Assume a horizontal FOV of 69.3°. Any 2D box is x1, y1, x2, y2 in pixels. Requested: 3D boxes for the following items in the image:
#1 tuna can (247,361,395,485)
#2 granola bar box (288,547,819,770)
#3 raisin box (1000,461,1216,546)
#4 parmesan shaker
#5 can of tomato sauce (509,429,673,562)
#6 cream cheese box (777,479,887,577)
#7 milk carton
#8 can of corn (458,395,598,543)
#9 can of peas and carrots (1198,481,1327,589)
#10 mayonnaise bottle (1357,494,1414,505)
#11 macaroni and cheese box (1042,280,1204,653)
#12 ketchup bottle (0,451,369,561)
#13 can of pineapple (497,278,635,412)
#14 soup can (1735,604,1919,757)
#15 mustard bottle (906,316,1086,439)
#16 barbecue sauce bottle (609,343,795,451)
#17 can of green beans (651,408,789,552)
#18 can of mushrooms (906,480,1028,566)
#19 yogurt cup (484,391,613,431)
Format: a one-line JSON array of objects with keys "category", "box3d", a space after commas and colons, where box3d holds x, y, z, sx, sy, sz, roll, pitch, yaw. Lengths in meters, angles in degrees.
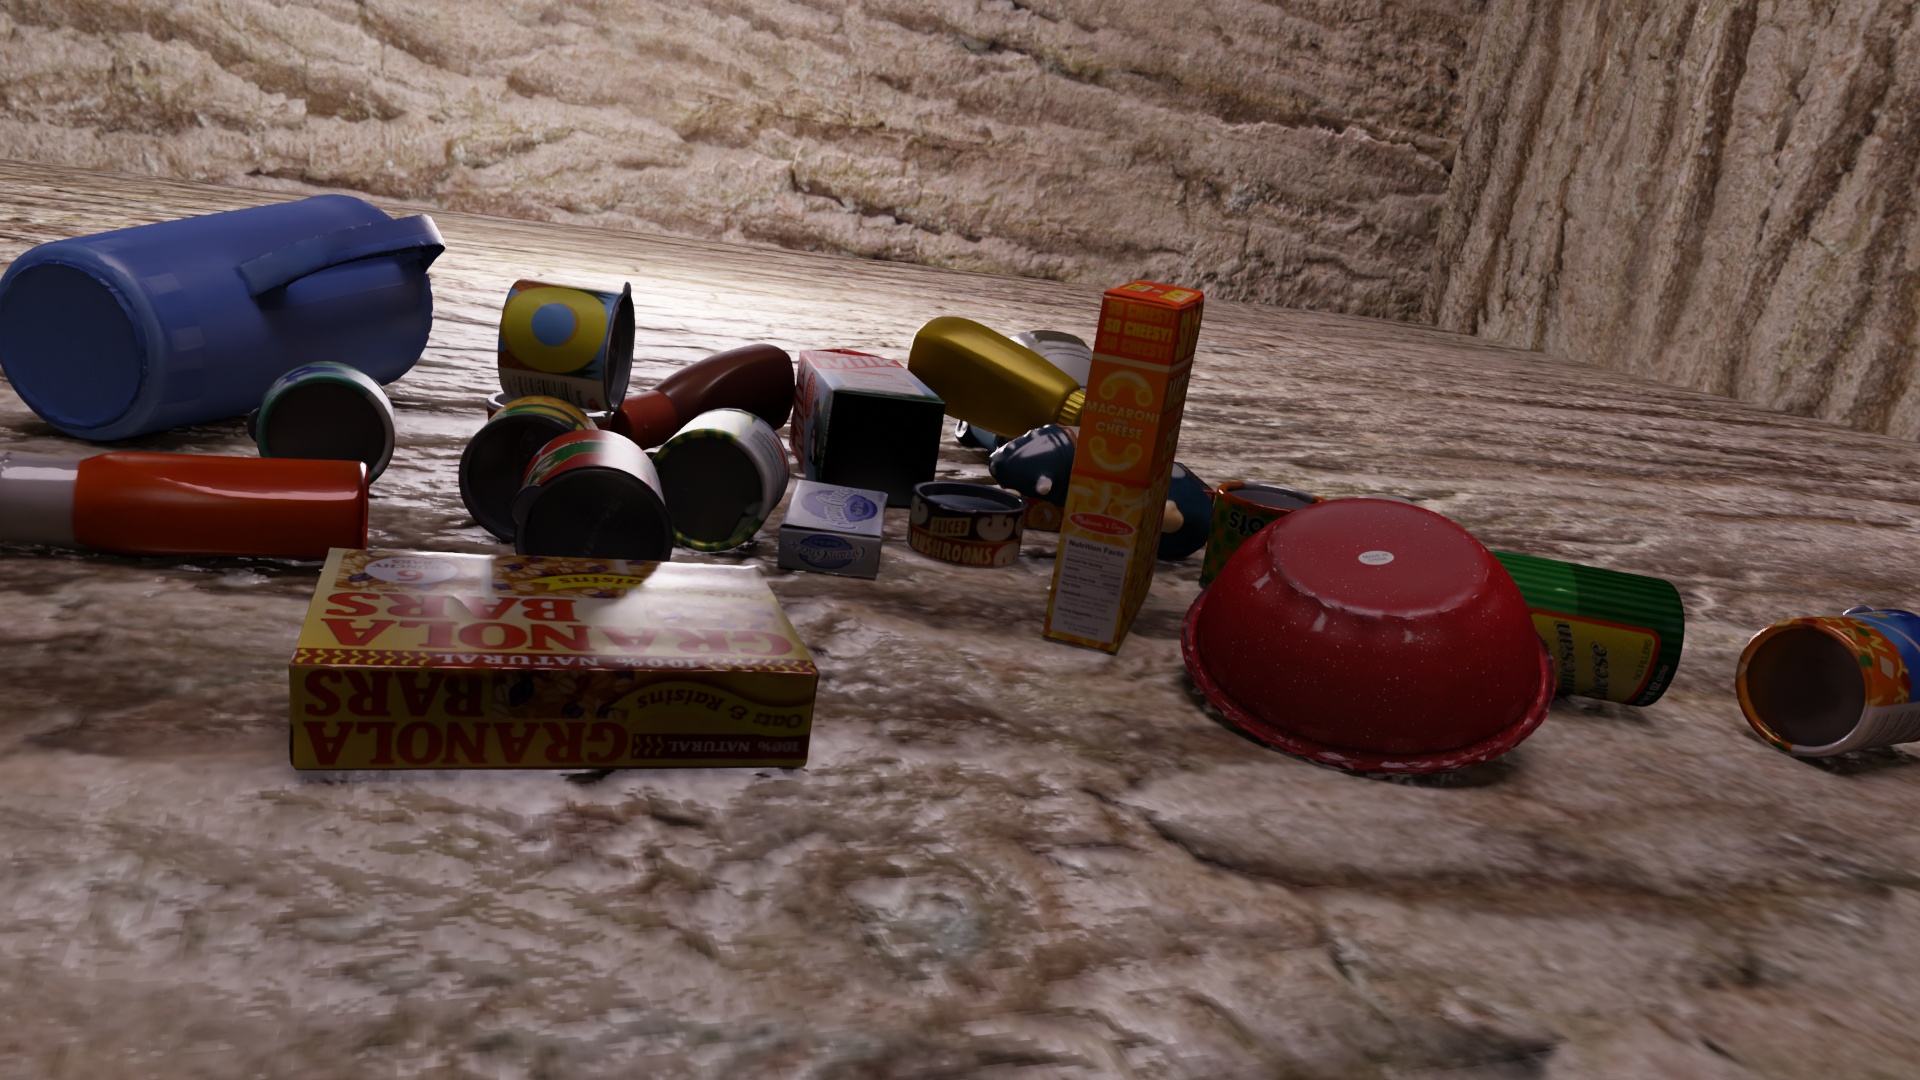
[{"category": "tuna can", "box3d": [-0.329, -0.057, 0.717, 0.071, 0.071, 0.033, 2, 17, -24]}, {"category": "granola bar box", "box3d": [-0.146, 0.042, 0.506, 0.166, 0.039, 0.124, 3, 15, -20]}, {"category": "raisin box", "box3d": [0.093, -0.031, 0.904, 0.123, 0.040, 0.086, 6, 16, -8]}, {"category": "parmesan shaker", "box3d": [0.294, 0.040, 0.689, 0.103, 0.071, 0.071, 10, 15, 4]}, {"category": "can of tomato sauce", "box3d": [-0.170, -0.012, 0.636, 0.071, 0.071, 0.083, 4, 15, -17]}, {"category": "cream cheese box", "box3d": [-0.068, -0.008, 0.758, 0.053, 0.024, 0.104, 7, 15, -3]}, {"category": "milk carton", "box3d": [-0.071, -0.083, 0.941, 0.073, 0.072, 0.191, 4, 16, -16]}, {"category": "can of corn", "box3d": [-0.213, -0.037, 0.705, 0.071, 0.071, 0.058, 5, 15, -11]}, {"category": "can of peas and carrots", "box3d": [0.172, 0.003, 0.784, 0.071, 0.058, 0.071, 7, 15, -2]}, {"category": "mayonnaise bottle", "box3d": [0.217, 0.030, 0.707, 0.041, 0.064, 0.149, 8, 25, 9]}, {"category": "macaroni and cheese box", "box3d": [0.085, -0.042, 0.695, 0.040, 0.166, 0.124, 12, 15, 12]}, {"category": "ketchup bottle", "box3d": [-0.338, -0.016, 0.603, 0.149, 0.043, 0.065, 2, 15, -21]}, {"category": "can of pineapple", "box3d": [-0.210, -0.106, 0.745, 0.058, 0.070, 0.071, 7, 15, -3]}, {"category": "soup can", "box3d": [0.428, 0.066, 0.671, 0.084, 0.071, 0.071, -1, 17, -30]}, {"category": "mustard bottle", "box3d": [0.040, -0.100, 0.956, 0.160, 0.065, 0.049, 27, 43, 17]}, {"category": "barbecue sauce bottle", "box3d": [-0.176, -0.091, 0.940, 0.044, 0.064, 0.149, 23, 29, 29]}, {"category": "can of green beans", "box3d": [-0.128, -0.032, 0.735, 0.071, 0.071, 0.058, 8, 15, 0]}, {"category": "can of mushrooms", "box3d": [0.003, -0.010, 0.787, 0.071, 0.033, 0.071, 9, 15, -2]}, {"category": "yogurt cup", "box3d": [-0.230, -0.051, 0.771, 0.072, 0.053, 0.072, 8, 15, -2]}]
